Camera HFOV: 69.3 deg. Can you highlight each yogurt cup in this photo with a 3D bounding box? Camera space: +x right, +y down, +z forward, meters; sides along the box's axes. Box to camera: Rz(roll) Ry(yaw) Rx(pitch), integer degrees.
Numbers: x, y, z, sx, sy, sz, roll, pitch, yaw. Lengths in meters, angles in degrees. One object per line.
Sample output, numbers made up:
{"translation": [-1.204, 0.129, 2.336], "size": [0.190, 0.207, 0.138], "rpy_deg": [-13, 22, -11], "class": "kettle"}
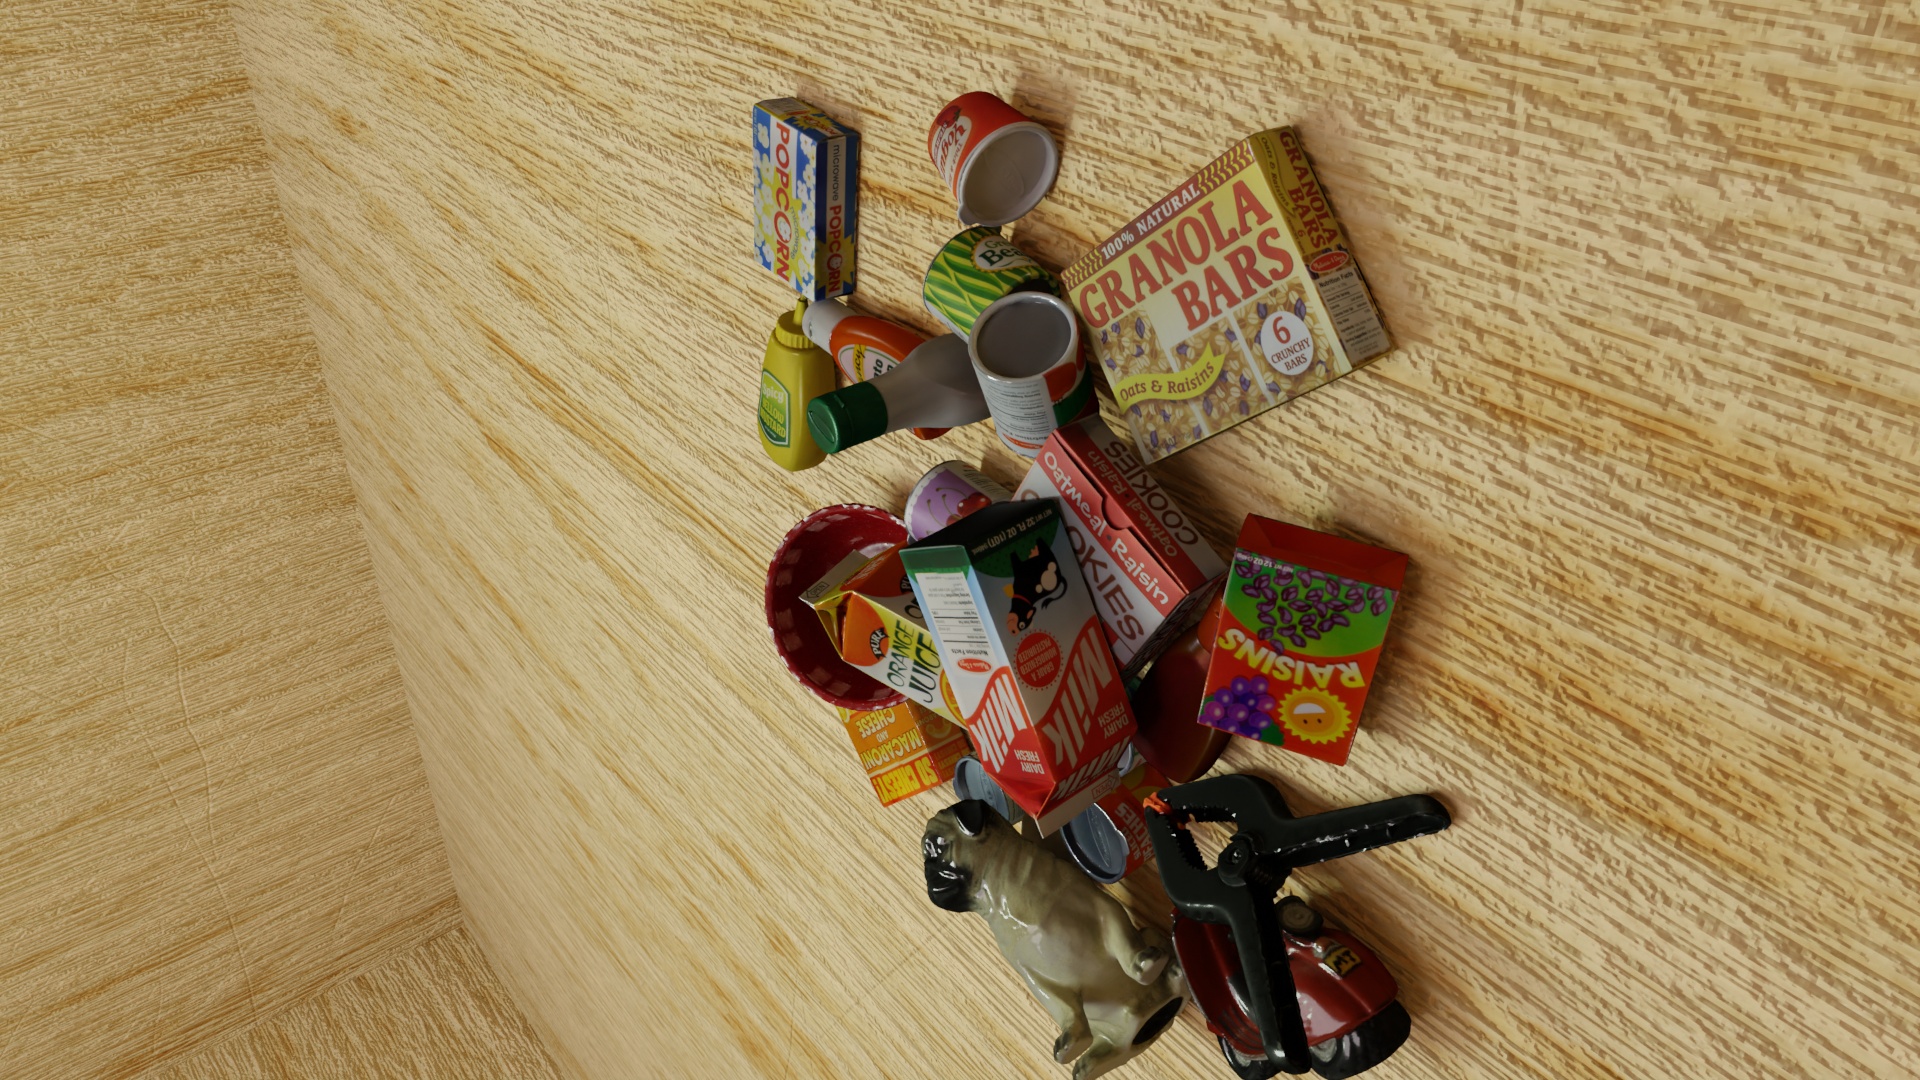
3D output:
{"translation": [0.016, -0.228, 0.821], "size": [0.054, 0.072, 0.072], "rpy_deg": [54, 146, 34], "class": "yogurt cup"}

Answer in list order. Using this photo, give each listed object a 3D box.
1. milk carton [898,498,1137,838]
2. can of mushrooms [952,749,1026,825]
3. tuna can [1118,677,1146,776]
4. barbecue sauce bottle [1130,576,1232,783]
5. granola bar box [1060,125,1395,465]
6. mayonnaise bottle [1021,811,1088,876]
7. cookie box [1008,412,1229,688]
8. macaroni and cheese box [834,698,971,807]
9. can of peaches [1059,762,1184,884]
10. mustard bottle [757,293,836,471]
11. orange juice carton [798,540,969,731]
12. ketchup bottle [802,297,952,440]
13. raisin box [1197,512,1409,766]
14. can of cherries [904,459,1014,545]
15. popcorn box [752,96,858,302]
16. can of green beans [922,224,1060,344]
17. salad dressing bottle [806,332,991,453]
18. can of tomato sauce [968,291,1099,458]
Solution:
{"translation": [0.042, 0.077, 0.827], "size": [0.073, 0.072, 0.190], "rpy_deg": [-5, 108, 56], "class": "milk carton"}
{"translation": [0.026, 0.192, 1.086], "size": [0.071, 0.033, 0.070], "rpy_deg": [33, 134, 41], "class": "can of mushrooms"}
{"translation": [0.102, 0.120, 0.932], "size": [0.071, 0.033, 0.070], "rpy_deg": [33, 134, 42], "class": "tuna can"}
{"translation": [0.147, 0.082, 0.836], "size": [0.065, 0.044, 0.147], "rpy_deg": [48, 142, 26], "class": "barbecue sauce bottle"}
{"translation": [0.135, -0.123, 0.734], "size": [0.165, 0.039, 0.124], "rpy_deg": [-26, 88, 58], "class": "granola bar box"}
{"translation": [0.072, 0.223, 1.032], "size": [0.065, 0.041, 0.147], "rpy_deg": [34, 134, 31], "class": "mayonnaise bottle"}
{"translation": [0.076, 0.021, 0.842], "size": [0.123, 0.040, 0.166], "rpy_deg": [52, 146, 16], "class": "cookie box"}
{"translation": [-0.062, 0.132, 1.172], "size": [0.123, 0.040, 0.166], "rpy_deg": [-36, 78, 56], "class": "macaroni and cheese box"}
{"translation": [0.110, 0.190, 0.940], "size": [0.071, 0.058, 0.071], "rpy_deg": [32, 132, 42], "class": "can of peaches"}
{"translation": [-0.129, -0.132, 1.102], "size": [0.065, 0.049, 0.159], "rpy_deg": [41, 139, 33], "class": "mustard bottle"}
{"translation": [-0.016, 0.066, 0.978], "size": [0.193, 0.072, 0.072], "rpy_deg": [27, 133, 17], "class": "orange juice carton"}
{"translation": [-0.059, -0.132, 1.006], "size": [0.149, 0.044, 0.064], "rpy_deg": [39, 141, 38], "class": "ketchup bottle"}
{"translation": [0.180, 0.054, 0.743], "size": [0.086, 0.040, 0.122], "rpy_deg": [15, 126, 14], "class": "raisin box"}
{"translation": [0.003, -0.012, 0.963], "size": [0.058, 0.072, 0.071], "rpy_deg": [35, 135, 38], "class": "can of cherries"}
{"translation": [-0.115, -0.250, 1.020], "size": [0.085, 0.038, 0.126], "rpy_deg": [38, 137, 37], "class": "popcorn box"}
{"translation": [0.020, -0.151, 0.858], "size": [0.058, 0.071, 0.070], "rpy_deg": [44, 141, 30], "class": "can of green beans"}
{"translation": [-0.027, -0.094, 0.885], "size": [0.064, 0.148, 0.043], "rpy_deg": [50, 144, 25], "class": "salad dressing bottle"}
{"translation": [0.045, -0.099, 0.827], "size": [0.071, 0.071, 0.082], "rpy_deg": [46, 170, 30], "class": "can of tomato sauce"}
